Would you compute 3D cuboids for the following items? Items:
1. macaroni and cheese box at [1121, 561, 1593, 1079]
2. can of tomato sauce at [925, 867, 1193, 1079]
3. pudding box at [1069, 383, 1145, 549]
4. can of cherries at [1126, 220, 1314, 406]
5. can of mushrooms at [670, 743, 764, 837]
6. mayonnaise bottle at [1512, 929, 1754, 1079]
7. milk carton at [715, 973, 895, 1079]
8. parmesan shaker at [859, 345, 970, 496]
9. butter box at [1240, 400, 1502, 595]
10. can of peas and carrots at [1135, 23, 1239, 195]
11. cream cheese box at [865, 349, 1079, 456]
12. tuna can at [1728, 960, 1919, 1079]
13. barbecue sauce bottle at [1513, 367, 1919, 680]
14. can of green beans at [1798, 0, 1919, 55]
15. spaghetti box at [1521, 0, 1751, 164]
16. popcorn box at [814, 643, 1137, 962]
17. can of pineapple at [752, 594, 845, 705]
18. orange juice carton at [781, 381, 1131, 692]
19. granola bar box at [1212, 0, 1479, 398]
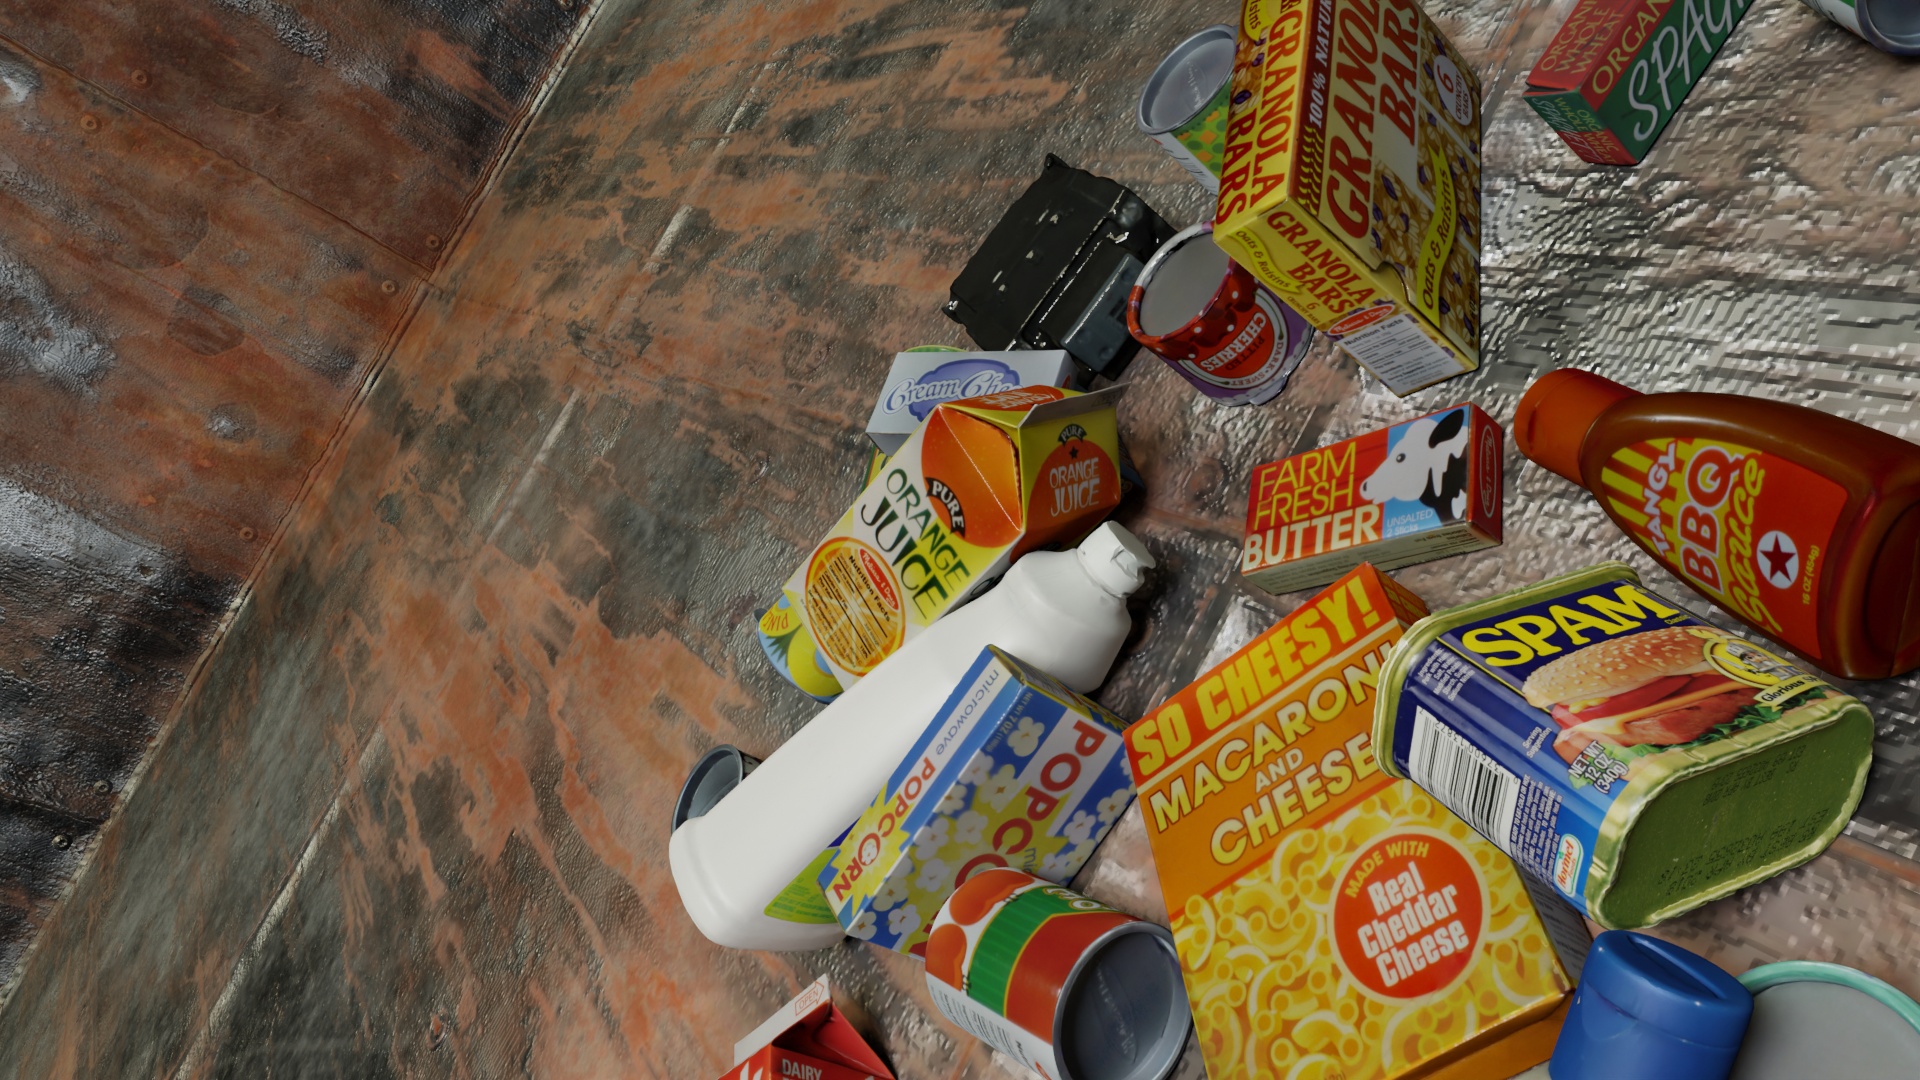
[{"bbox_3d":[0.127,0.107,0.471,0.123,0.040,0.167,-40,37,26],"label":"macaroni and cheese box"},{"bbox_3d":[0.037,0.163,0.522,0.083,0.071,0.071,5,68,55],"label":"can of tomato sauce"},{"bbox_3d":[0.055,-0.039,0.698,0.049,0.030,0.084,-45,34,21],"label":"pudding box"},{"bbox_3d":[0.120,-0.103,0.639,0.071,0.058,0.072,-34,39,33],"label":"can of cherries"},{"bbox_3d":[-0.131,0.154,0.785,0.071,0.033,0.071,-33,40,33],"label":"can of mushrooms"},{"bbox_3d":[0.151,0.171,0.343,0.065,0.041,0.147,-141,64,-67],"label":"mayonnaise bottle"},{"bbox_3d":[-0.069,0.277,0.562,0.072,0.073,0.191,-42,35,24],"label":"milk carton"},{"bbox_3d":[-0.013,-0.047,0.767,0.071,0.071,0.103,-19,50,45],"label":"parmesan shaker"},{"bbox_3d":[0.159,-0.014,0.544,0.103,0.024,0.053,-18,51,46],"label":"butter box"},{"bbox_3d":[0.136,-0.222,0.716,0.070,0.058,0.071,-33,41,33],"label":"can of peas and carrots"},{"bbox_3d":[0.006,-0.069,0.708,0.104,0.024,0.053,3,62,32],"label":"cream cheese box"},{"bbox_3d":[0.212,0.137,0.339,0.071,0.033,0.071,-33,41,34],"label":"tuna can"},{"bbox_3d":[0.228,-0.017,0.423,0.149,0.044,0.064,-122,24,-64],"label":"barbecue sauce bottle"},{"bbox_3d":[0.311,-0.203,0.459,0.071,0.071,0.058,-43,35,23],"label":"can of green beans"},{"bbox_3d":[0.306,-0.260,0.528,0.250,0.050,0.029,-56,31,4],"label":"spaghetti box"},{"bbox_3d":[0.012,0.115,0.576,0.126,0.085,0.038,-54,35,6],"label":"popcorn box"},{"bbox_3d":[-0.070,0.046,0.758,0.057,0.071,0.071,-46,35,18],"label":"can of pineapple"},{"bbox_3d":[0.002,-0.008,0.647,0.191,0.072,0.073,-47,70,39],"label":"orange juice carton"},{"bbox_3d":[0.163,-0.160,0.567,0.039,0.124,0.166,-21,48,46],"label":"granola bar box"}]
